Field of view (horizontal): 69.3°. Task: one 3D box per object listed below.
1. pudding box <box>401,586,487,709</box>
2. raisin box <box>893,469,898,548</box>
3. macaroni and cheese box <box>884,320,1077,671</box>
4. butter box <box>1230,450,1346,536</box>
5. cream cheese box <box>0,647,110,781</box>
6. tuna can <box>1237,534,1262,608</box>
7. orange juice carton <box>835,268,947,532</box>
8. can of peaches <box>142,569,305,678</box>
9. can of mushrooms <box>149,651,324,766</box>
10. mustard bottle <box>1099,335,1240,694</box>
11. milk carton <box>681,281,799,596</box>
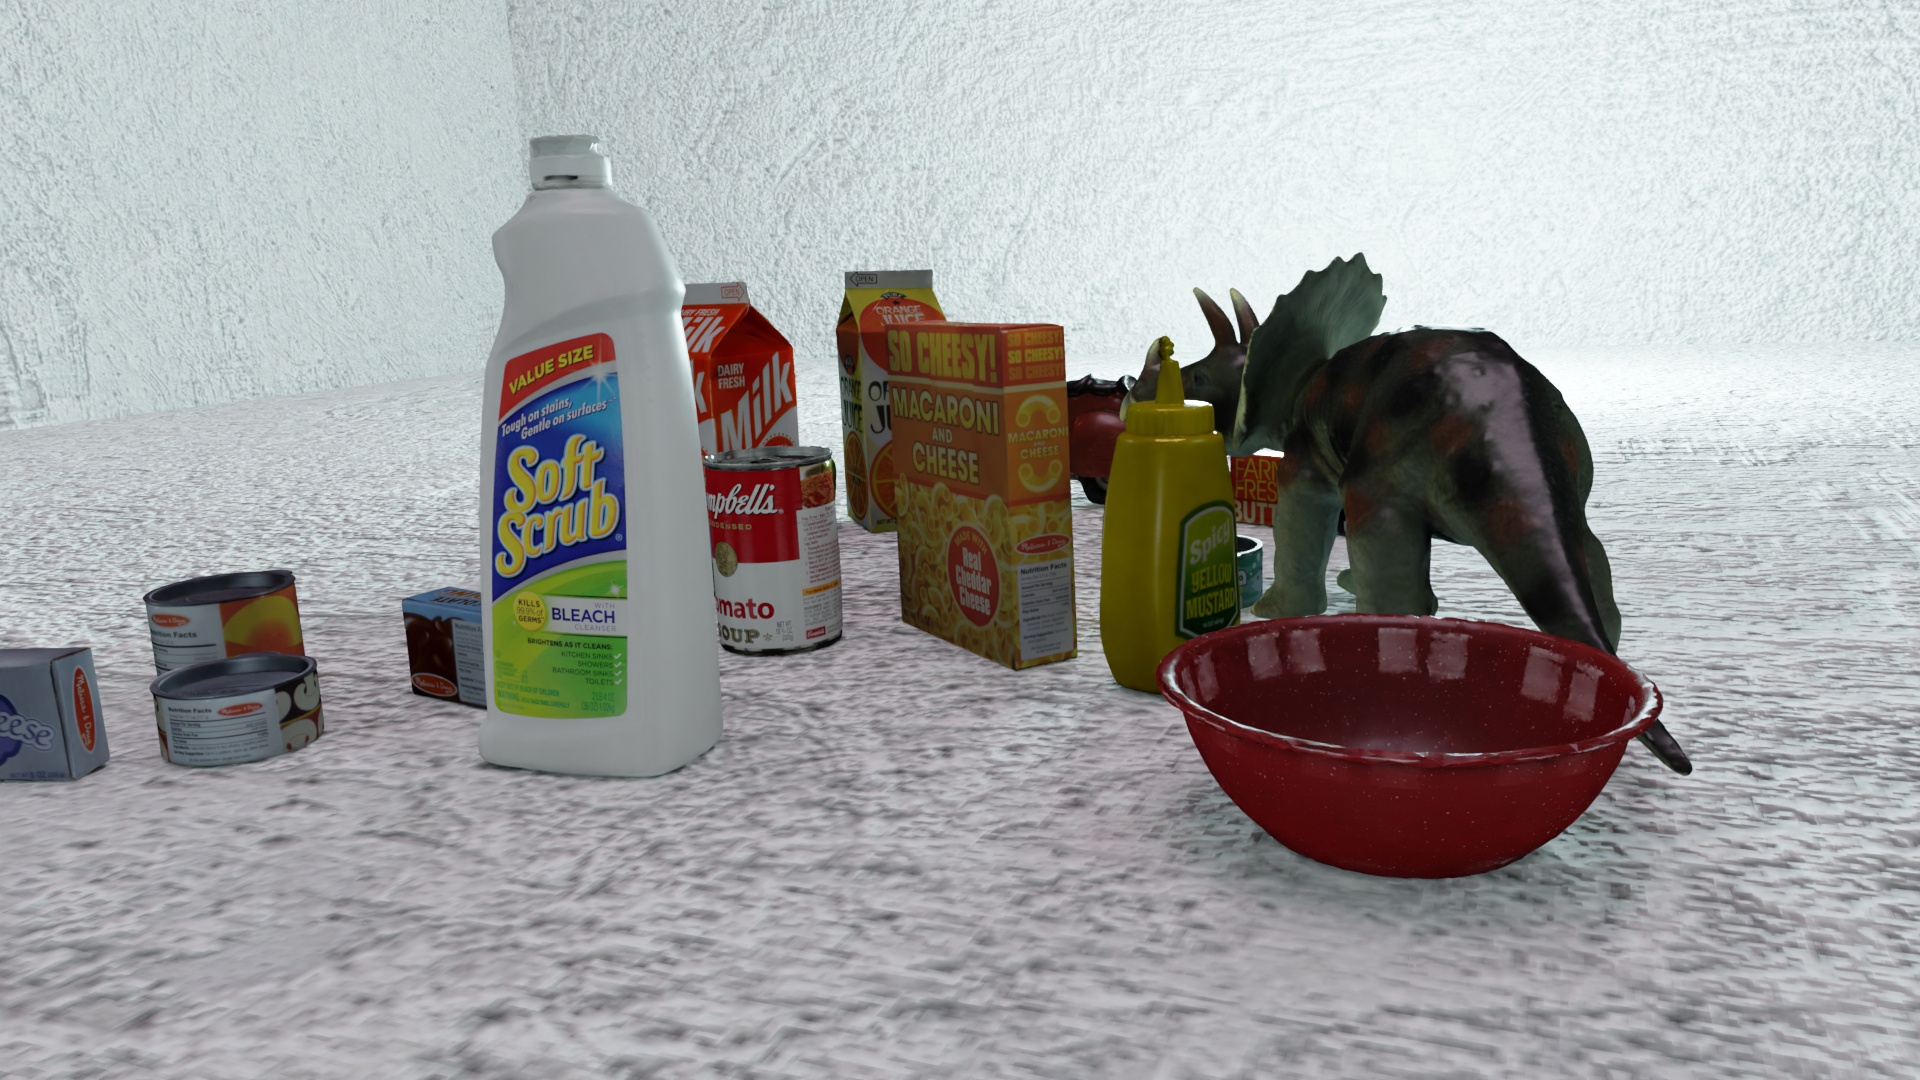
[{"bbox_3d":[-0.228,0.052,0.664,0.083,0.049,0.030,5,13,33],"label":"pudding box"},{"bbox_3d":[-0.001,-0.056,0.959,0.086,0.123,0.040,1,12,19],"label":"raisin box"},{"bbox_3d":[0.009,-0.029,0.717,0.040,0.166,0.124,-9,13,-29],"label":"macaroni and cheese box"},{"bbox_3d":[0.237,-0.035,0.979,0.024,0.053,0.103,-13,15,-42],"label":"butter box"},{"bbox_3d":[-0.419,0.074,0.588,0.104,0.053,0.024,-1,11,6],"label":"cream cheese box"},{"bbox_3d":[0.140,0.018,0.790,0.071,0.032,0.071,-3,11,1],"label":"tuna can"},{"bbox_3d":[-0.049,-0.108,1.055,0.072,0.192,0.073,-6,11,-18],"label":"orange juice carton"},{"bbox_3d":[-0.357,0.050,0.682,0.071,0.058,0.071,-3,11,1],"label":"can of peaches"},{"bbox_3d":[-0.319,0.074,0.617,0.071,0.033,0.071,-3,11,1],"label":"can of mushrooms"},{"bbox_3d":[0.095,-0.012,0.630,0.065,0.159,0.049,-13,15,-43],"label":"mustard bottle"},{"bbox_3d":[-0.151,-0.066,0.873,0.072,0.190,0.074,6,14,38],"label":"milk carton"}]
